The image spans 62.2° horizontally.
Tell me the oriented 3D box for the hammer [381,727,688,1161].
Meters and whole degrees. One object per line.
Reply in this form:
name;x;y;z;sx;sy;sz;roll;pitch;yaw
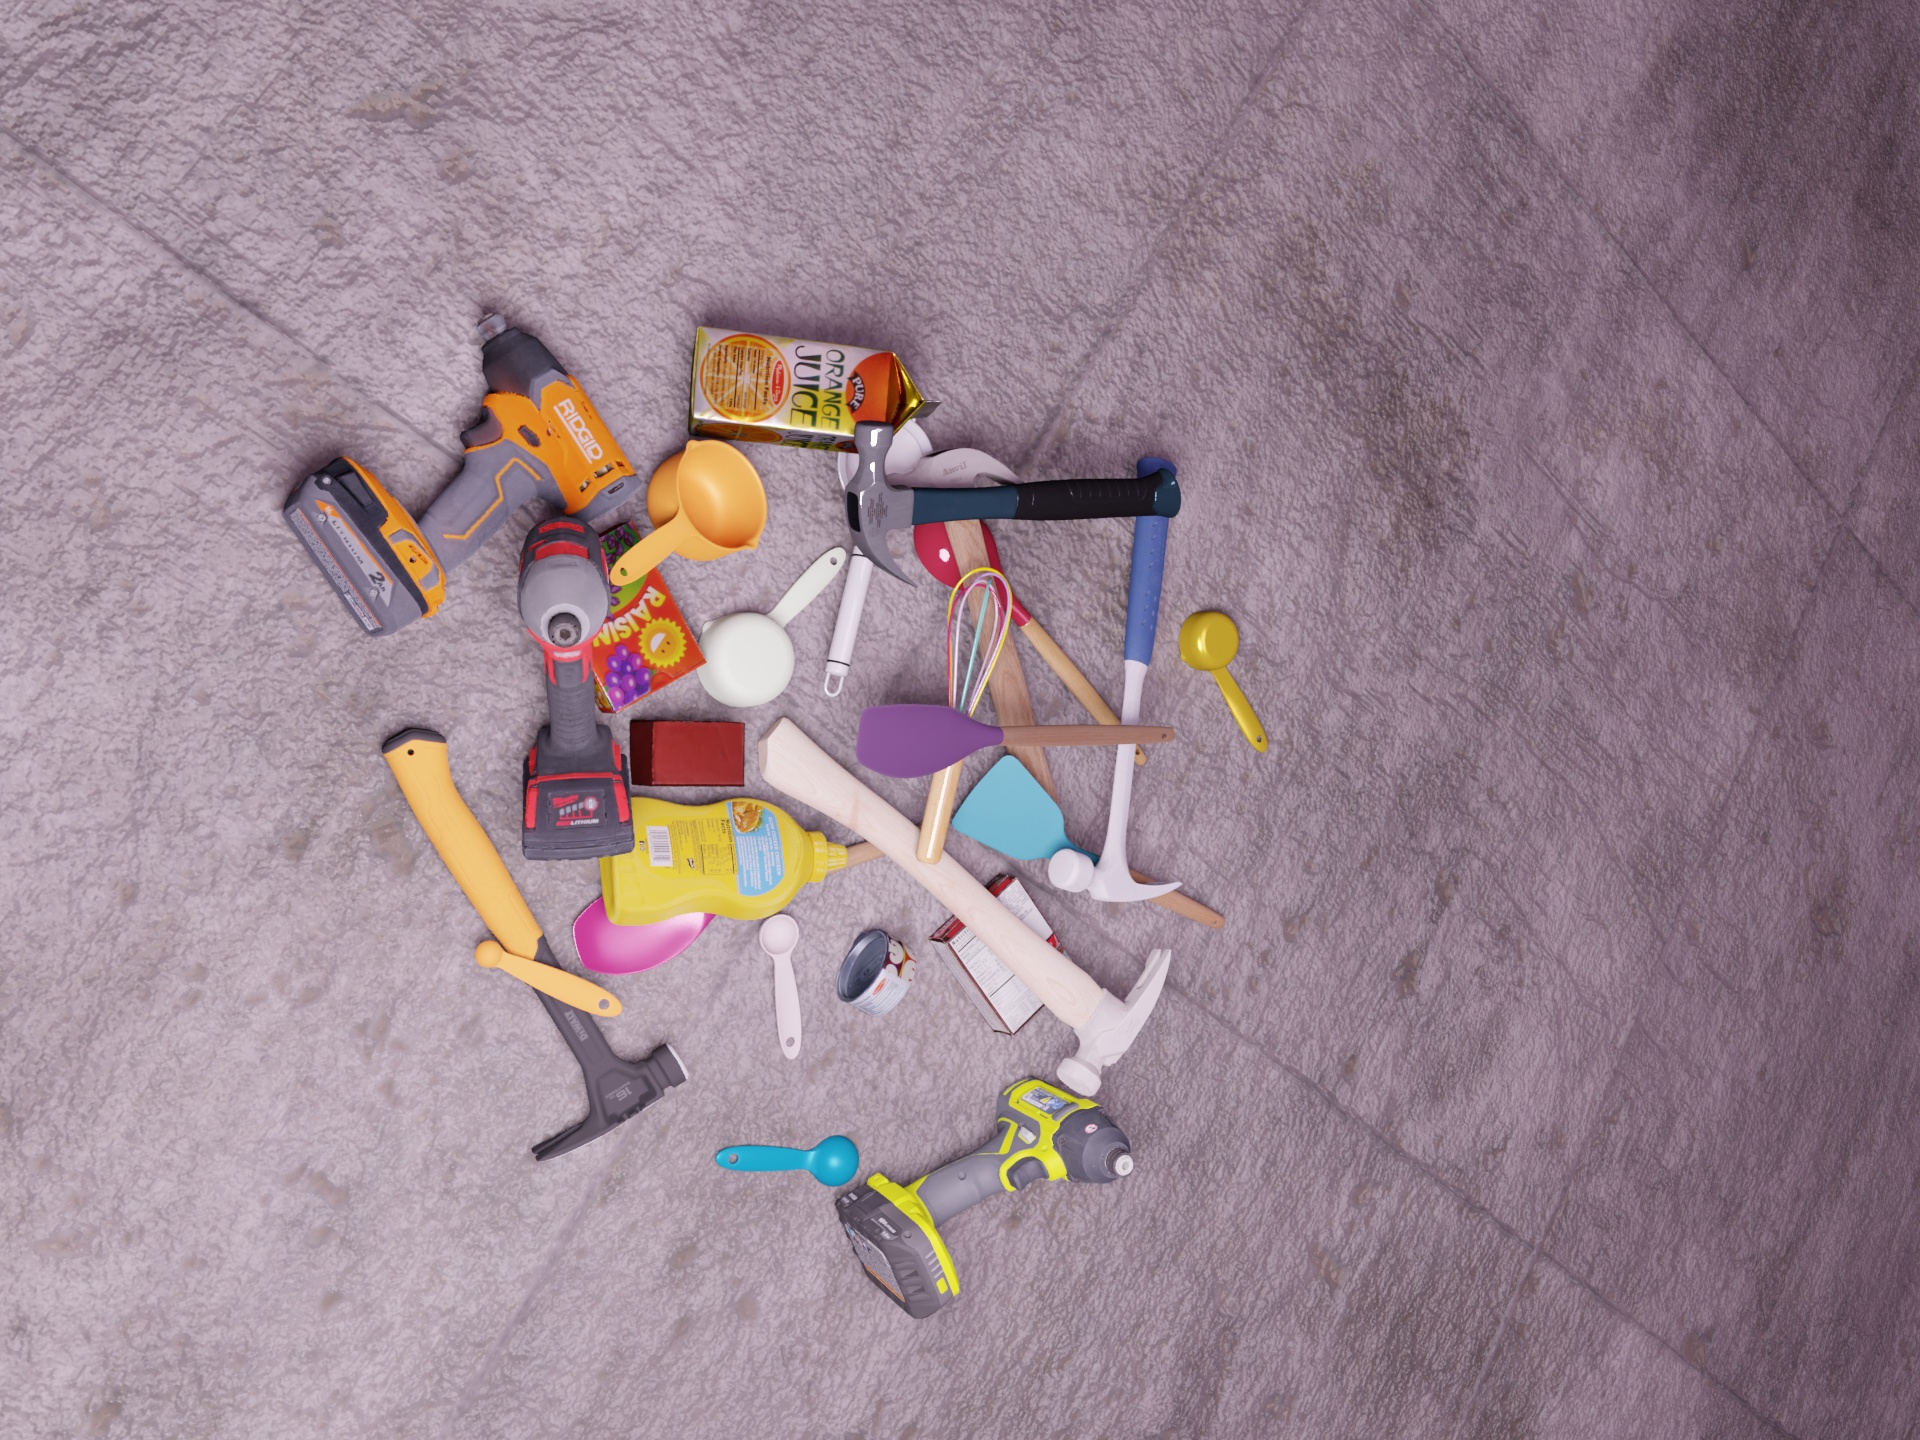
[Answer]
hammer;-0.334;0.159;1.171;0.127;0.034;0.336;-31;103;-18

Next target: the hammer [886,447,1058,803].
hammer;0.030;-0.072;1.352;0.130;0.031;0.331;-27;113;-25

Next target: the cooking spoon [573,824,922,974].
cooking spoon;-0.158;0.133;1.284;0.319;0.017;0.069;-16;96;-28

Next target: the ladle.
ladle;0.071;-0.069;1.408;0.315;0.031;0.069;48;71;-23

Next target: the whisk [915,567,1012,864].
whisk;-0.004;-0.005;1.293;0.047;0.051;0.245;13;89;-10

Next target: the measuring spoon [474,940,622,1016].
measuring spoon;-0.299;0.190;1.161;0.116;0.011;0.021;29;81;-21

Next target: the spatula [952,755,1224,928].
spatula;0.133;0.128;1.431;0.317;0.044;0.082;28;106;-36

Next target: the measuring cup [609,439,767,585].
measuring cup;-0.220;-0.143;1.200;0.174;0.052;0.095;-48;115;-41

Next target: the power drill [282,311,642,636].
power drill;-0.359;-0.179;1.134;0.226;0.084;0.164;-39;108;-28

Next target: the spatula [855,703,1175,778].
spatula;0.052;0.015;1.294;0.315;0.018;0.059;-1;104;-34

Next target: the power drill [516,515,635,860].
power drill;-0.272;-0.018;1.109;0.078;0.143;0.219;-3;119;-13

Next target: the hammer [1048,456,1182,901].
hammer;0.158;-0.038;1.417;0.144;0.035;0.406;21;71;-42

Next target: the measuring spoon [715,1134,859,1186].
measuring spoon;-0.137;0.360;1.295;0.128;0.021;0.042;11;85;-30

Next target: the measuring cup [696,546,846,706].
measuring cup;-0.141;-0.081;1.279;0.083;0.038;0.167;48;70;-21

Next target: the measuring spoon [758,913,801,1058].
measuring spoon;-0.146;0.216;1.297;0.034;0.018;0.124;-11;103;-31

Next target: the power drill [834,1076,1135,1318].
power drill;0.025;0.384;1.305;0.223;0.171;0.080;-28;105;-23

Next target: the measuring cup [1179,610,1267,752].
measuring cup;0.261;-0.035;1.512;0.062;0.029;0.156;-38;107;-24

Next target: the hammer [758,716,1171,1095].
hammer;0.001;0.134;1.330;0.410;0.038;0.146;42;68;-14

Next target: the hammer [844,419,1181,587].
hammer;0.052;-0.180;1.294;0.331;0.033;0.128;-8;114;-35

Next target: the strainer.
strainer;-0.079;-0.145;1.306;0.086;0.050;0.258;16;82;-26
